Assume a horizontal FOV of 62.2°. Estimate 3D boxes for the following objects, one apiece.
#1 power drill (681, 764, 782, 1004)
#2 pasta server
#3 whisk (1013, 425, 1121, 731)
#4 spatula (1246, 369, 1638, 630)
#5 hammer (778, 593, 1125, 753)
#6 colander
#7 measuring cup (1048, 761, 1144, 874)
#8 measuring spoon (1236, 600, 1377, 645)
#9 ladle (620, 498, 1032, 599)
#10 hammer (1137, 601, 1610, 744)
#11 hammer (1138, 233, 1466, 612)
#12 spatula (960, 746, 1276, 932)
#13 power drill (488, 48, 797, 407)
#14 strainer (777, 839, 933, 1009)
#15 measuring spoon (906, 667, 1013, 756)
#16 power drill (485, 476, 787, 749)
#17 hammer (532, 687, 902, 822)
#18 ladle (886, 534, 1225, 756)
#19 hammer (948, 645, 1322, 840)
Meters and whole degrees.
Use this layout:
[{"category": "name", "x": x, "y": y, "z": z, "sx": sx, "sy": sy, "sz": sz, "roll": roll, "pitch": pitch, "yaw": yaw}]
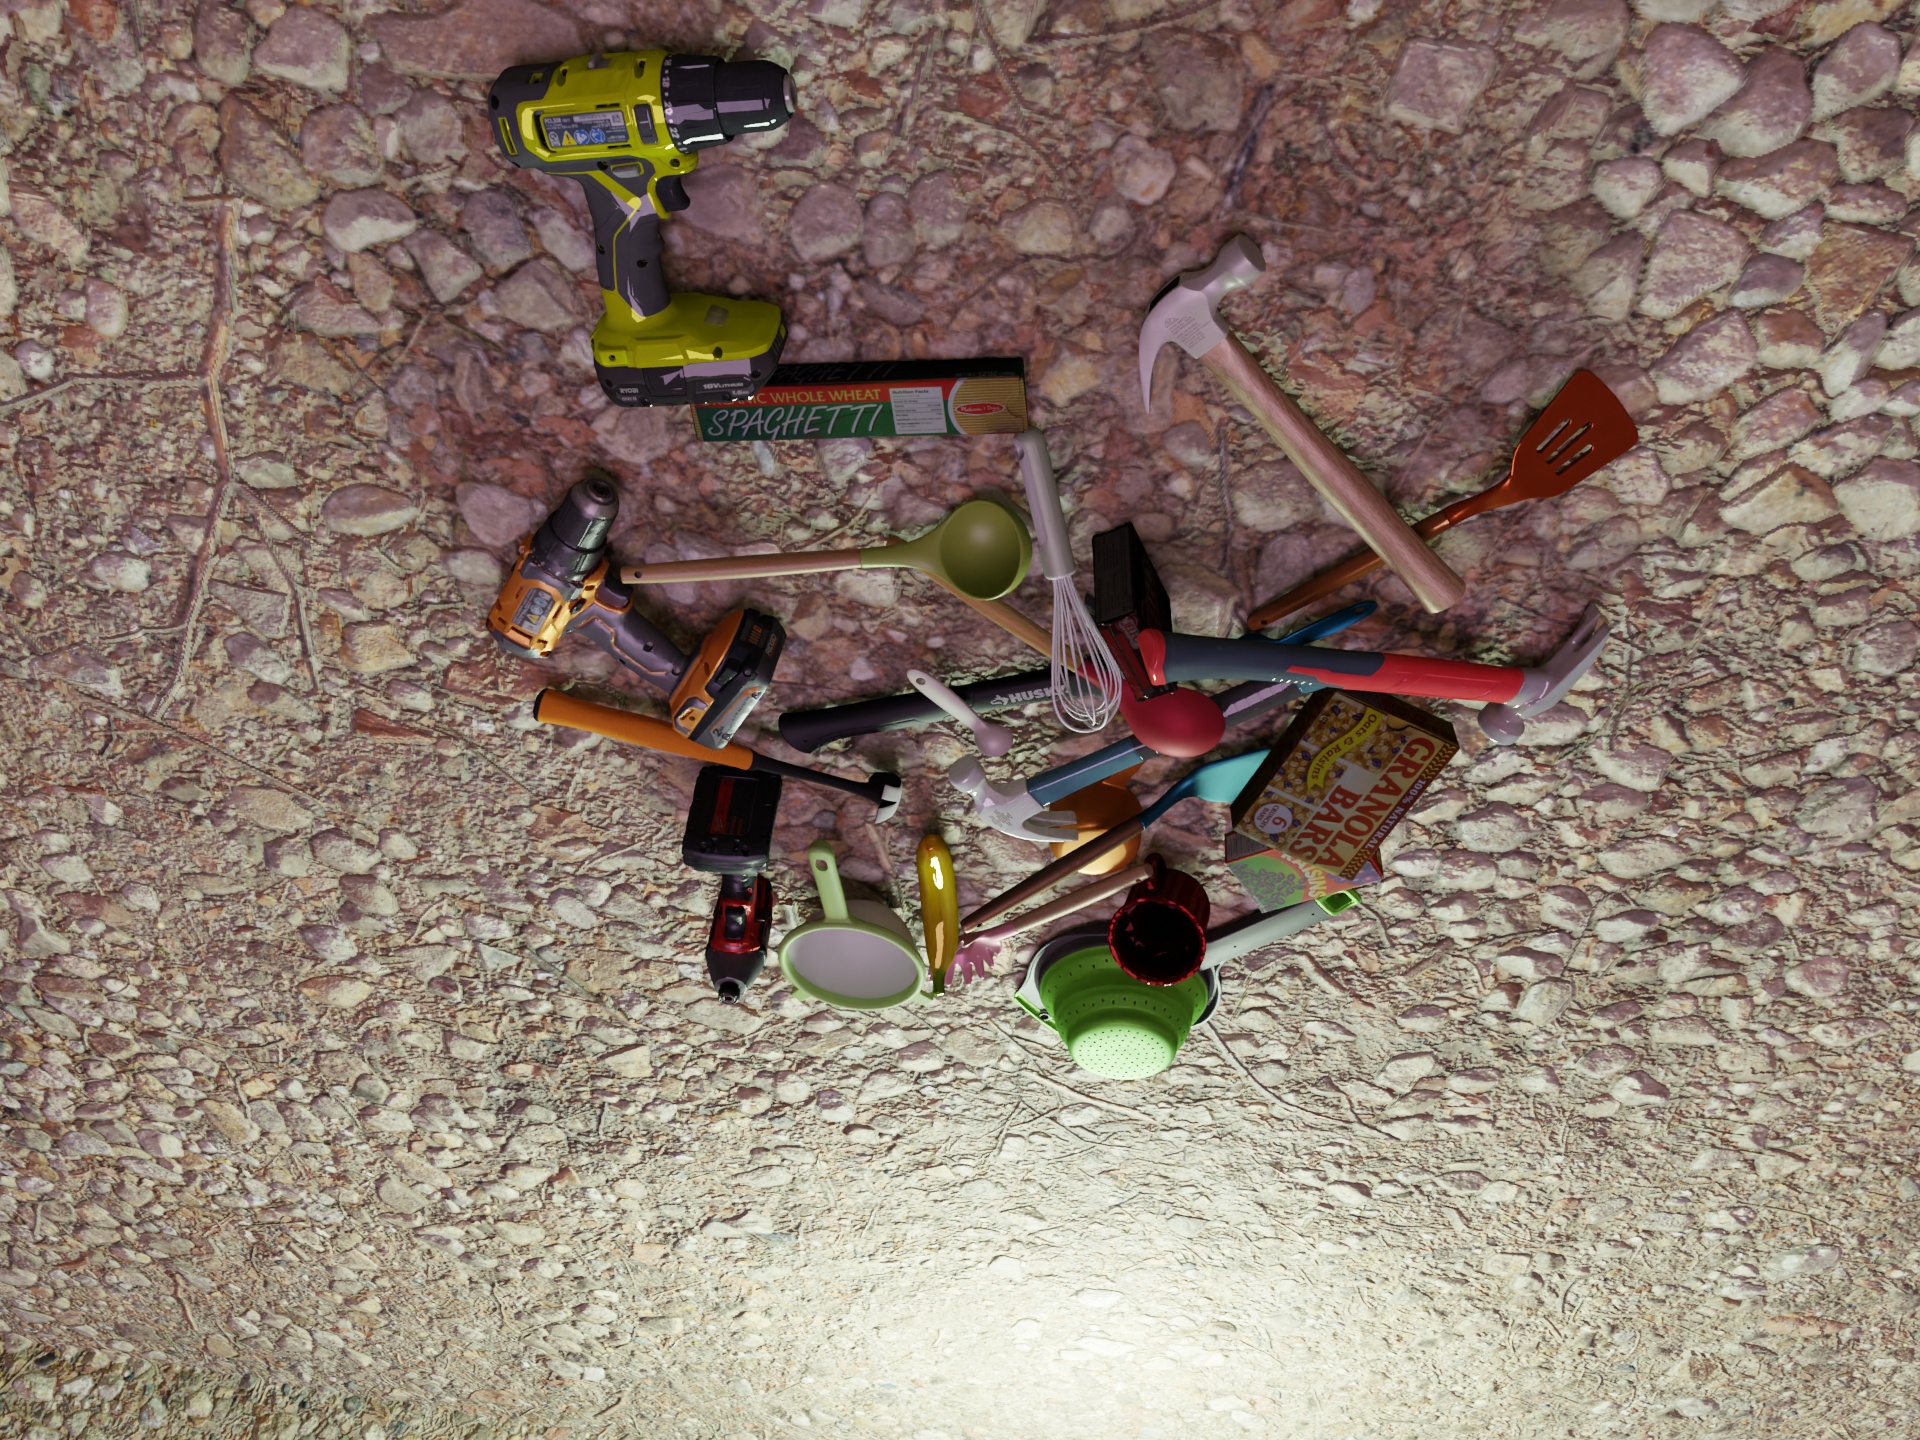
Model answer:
[{"category": "power drill", "x": -0.214, "y": 0.160, "z": 1.513, "sx": 0.078, "sy": 0.143, "sz": 0.219, "roll": 5, "pitch": 133, "yaw": -1}, {"category": "pasta server", "x": 0.075, "y": 0.200, "z": 1.559, "sx": 0.060, "sy": 0.040, "sz": 0.316, "roll": 19, "pitch": 147, "yaw": -34}, {"category": "whisk", "x": 0.078, "y": -0.105, "z": 1.218, "sx": 0.059, "sy": 0.058, "sz": 0.246, "roll": -19, "pitch": 108, "yaw": -14}, {"category": "spatula", "x": 0.351, "y": -0.149, "z": 1.210, "sx": 0.081, "sy": 0.041, "sz": 0.322, "roll": 38, "pitch": 132, "yaw": -27}, {"category": "hammer", "x": -0.002, "y": -0.021, "z": 1.377, "sx": 0.335, "sy": 0.035, "sz": 0.146, "roll": -10, "pitch": 134, "yaw": 17}, {"category": "colander", "x": 0.228, "y": 0.270, "z": 1.600, "sx": 0.397, "sy": 0.095, "sz": 0.204, "roll": -30, "pitch": 125, "yaw": 32}, {"category": "measuring cup", "x": 0.139, "y": 0.078, "z": 1.444, "sx": 0.095, "sy": 0.052, "sz": 0.173, "roll": 18, "pitch": 137, "yaw": -11}, {"category": "measuring spoon", "x": 0.278, "y": -0.075, "z": 1.302, "sx": 0.128, "sy": 0.021, "sz": 0.042, "roll": -24, "pitch": 137, "yaw": 16}, {"category": "ladle", "x": -0.104, "y": -0.124, "z": 1.232, "sx": 0.320, "sy": 0.062, "sz": 0.078, "roll": -4, "pitch": 97, "yaw": -2}, {"category": "hammer", "x": 0.316, "y": -0.049, "z": 1.224, "sx": 0.386, "sy": 0.038, "sz": 0.143, "roll": 4, "pitch": 139, "yaw": -24}, {"category": "hammer", "x": 0.253, "y": -0.192, "z": 1.149, "sx": 0.331, "sy": 0.031, "sz": 0.130, "roll": 42, "pitch": 129, "yaw": -22}, {"category": "spatula", "x": 0.142, "y": 0.110, "z": 1.410, "sx": 0.317, "sy": 0.044, "sz": 0.082, "roll": -30, "pitch": 142, "yaw": -6}, {"category": "power drill", "x": -0.188, "y": -0.329, "z": 1.058, "sx": 0.190, "sy": 0.080, "sz": 0.228, "roll": -1, "pitch": 133, "yaw": 9}, {"category": "strainer", "x": -0.113, "y": 0.189, "z": 1.580, "sx": 0.151, "sy": 0.069, "sz": 0.256, "roll": 0, "pitch": 135, "yaw": 11}, {"category": "measuring spoon", "x": -0.002, "y": -0.004, "z": 1.355, "sx": 0.034, "sy": 0.018, "sz": 0.124, "roll": -30, "pitch": 125, "yaw": 33}, {"category": "power drill", "x": -0.259, "y": -0.090, "z": 1.312, "sx": 0.226, "sy": 0.084, "sz": 0.185, "roll": 29, "pitch": 130, "yaw": -15}, {"category": "hammer", "x": -0.217, "y": 0.028, "z": 1.418, "sx": 0.337, "sy": 0.127, "sz": 0.034, "roll": 15, "pitch": 93, "yaw": -1}, {"category": "ladle", "x": 0.075, "y": -0.060, "z": 1.281, "sx": 0.315, "sy": 0.031, "sz": 0.069, "roll": 33, "pitch": 125, "yaw": -3}, {"category": "hammer", "x": 0.162, "y": 0.017, "z": 1.346, "sx": 0.331, "sy": 0.033, "sz": 0.128, "roll": -25, "pitch": 133, "yaw": 21}]
